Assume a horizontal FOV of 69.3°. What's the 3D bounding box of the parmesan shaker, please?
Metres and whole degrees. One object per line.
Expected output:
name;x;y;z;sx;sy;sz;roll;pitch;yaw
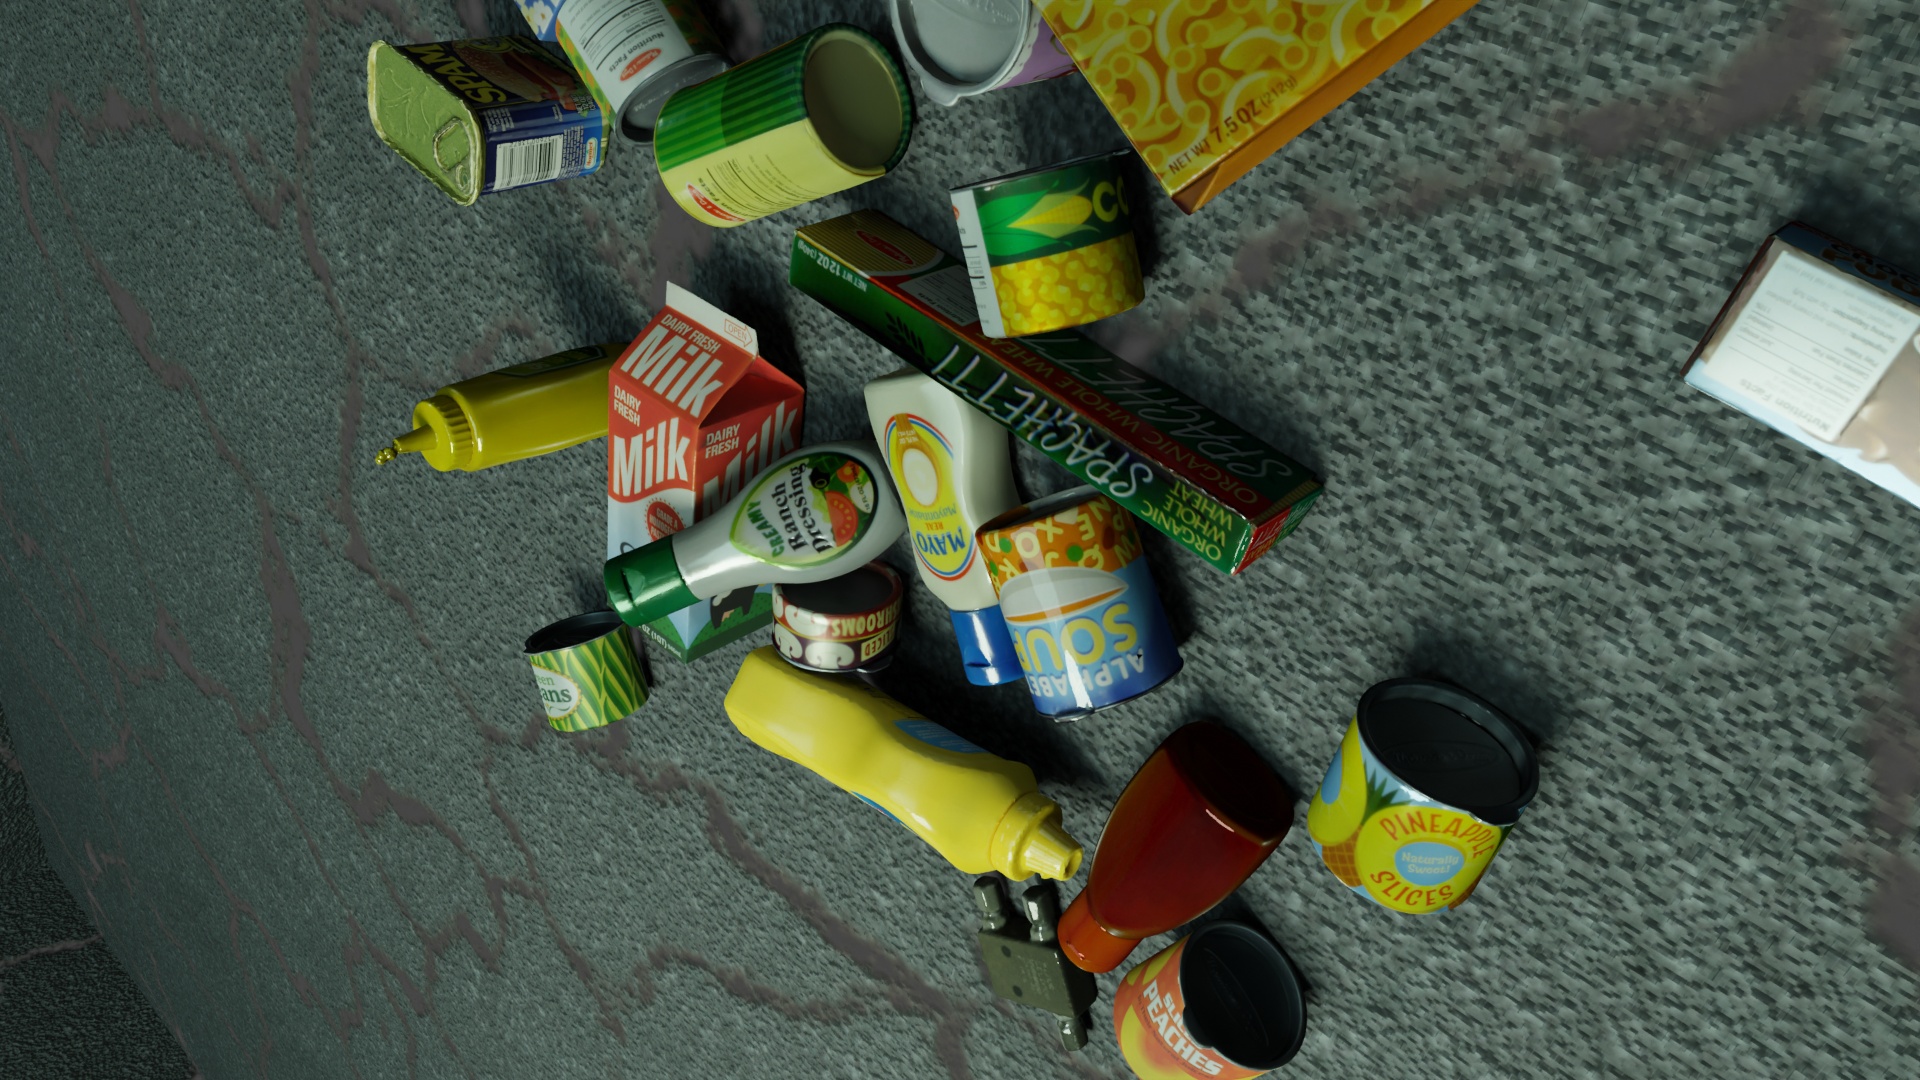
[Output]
parmesan shaker;-0.076;-0.180;0.614;0.103;0.071;0.071;-4;107;44

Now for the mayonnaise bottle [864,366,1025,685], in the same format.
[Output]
mayonnaise bottle;0.002;-0.008;0.636;0.064;0.041;0.147;-3;106;45

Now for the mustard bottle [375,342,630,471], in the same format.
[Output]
mustard bottle;-0.242;-0.070;0.755;0.065;0.161;0.048;9;114;40

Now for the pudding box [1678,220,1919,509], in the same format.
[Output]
pudding box;0.253;-0.046;0.383;0.084;0.030;0.049;37;130;25

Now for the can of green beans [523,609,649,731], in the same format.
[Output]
can of green beans;-0.241;0.084;0.899;0.071;0.071;0.057;4;112;43

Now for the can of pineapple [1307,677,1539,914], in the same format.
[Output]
can of pineapple;0.167;0.094;0.506;0.071;0.071;0.057;35;131;27

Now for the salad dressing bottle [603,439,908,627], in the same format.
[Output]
salad dressing bottle;-0.099;-0.001;0.674;0.147;0.044;0.064;-22;82;6

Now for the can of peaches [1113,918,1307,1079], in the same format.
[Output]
can of peaches;0.108;0.211;0.619;0.071;0.071;0.057;52;137;12

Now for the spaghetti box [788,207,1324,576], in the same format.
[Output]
spaghetti box;0.030;-0.069;0.573;0.250;0.050;0.028;36;133;26

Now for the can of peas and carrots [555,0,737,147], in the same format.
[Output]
can of peas and carrots;-0.148;-0.229;0.658;0.070;0.071;0.059;-38;81;47

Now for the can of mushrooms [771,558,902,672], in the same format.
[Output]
can of mushrooms;-0.060;0.036;0.700;0.071;0.071;0.033;25;124;34

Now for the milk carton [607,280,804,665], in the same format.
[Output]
milk carton;-0.136;-0.037;0.732;0.072;0.074;0.189;31;128;30

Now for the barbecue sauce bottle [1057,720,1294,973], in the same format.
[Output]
barbecue sauce bottle;0.088;0.147;0.628;0.065;0.044;0.147;46;135;19

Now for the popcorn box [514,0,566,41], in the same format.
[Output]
popcorn box;-0.211;-0.326;0.690;0.127;0.038;0.085;57;138;6

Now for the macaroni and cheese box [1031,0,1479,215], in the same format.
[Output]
macaroni and cheese box;0.072;-0.207;0.432;0.123;0.040;0.166;-35;83;16

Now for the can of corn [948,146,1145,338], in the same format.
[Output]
can of corn;0.037;-0.115;0.535;0.071;0.071;0.058;1;111;44

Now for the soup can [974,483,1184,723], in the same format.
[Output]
soup can;0.049;0.025;0.585;0.071;0.071;0.083;-13;100;47

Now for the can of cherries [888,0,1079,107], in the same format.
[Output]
can of cherries;0.016;-0.201;0.517;0.071;0.059;0.071;21;123;35
